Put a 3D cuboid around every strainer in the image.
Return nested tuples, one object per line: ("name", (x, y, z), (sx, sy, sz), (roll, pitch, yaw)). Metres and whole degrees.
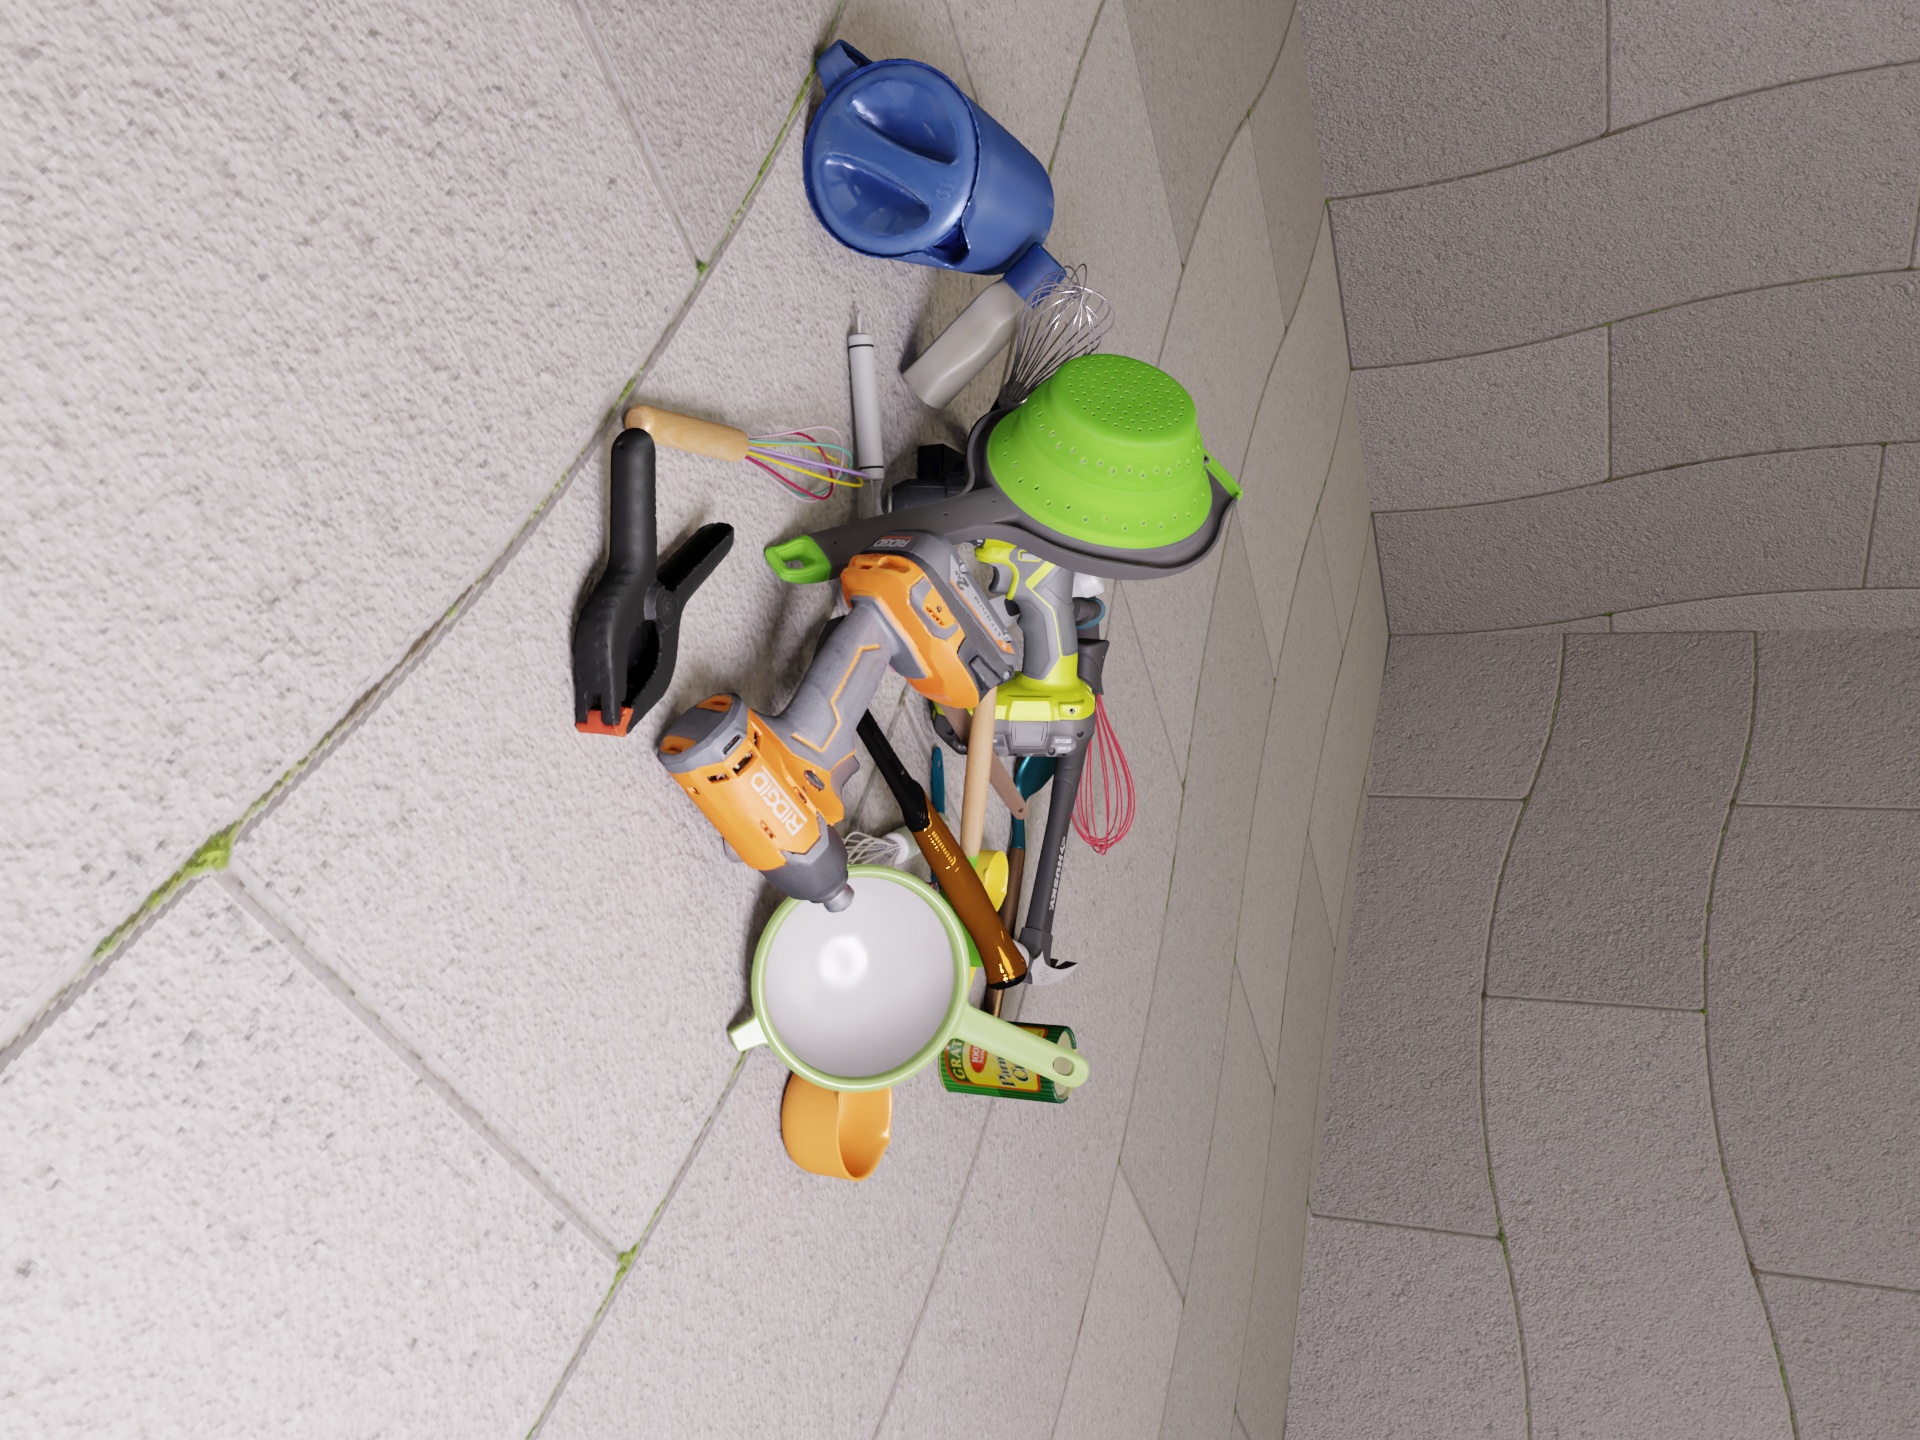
("strainer", (-0.029, 0.194, 1.096), (0.256, 0.069, 0.151), (27, 80, -18))
("strainer", (-0.064, -0.177, 1.188), (0.087, 0.050, 0.258), (-30, 116, -82))

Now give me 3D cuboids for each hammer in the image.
("hammer", (0.096, 0.081, 1.478), (0.146, 0.035, 0.335), (36, 63, -62))
("hammer", (-0.025, 0.076, 1.189), (0.127, 0.034, 0.336), (-82, 150, -52))
("hammer", (0.092, -0.105, 1.486), (0.331, 0.128, 0.033), (-7, 78, -76))

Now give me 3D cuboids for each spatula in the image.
("spatula", (0.059, 0.145, 1.478), (0.082, 0.044, 0.318), (49, 47, -60))

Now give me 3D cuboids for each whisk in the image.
("whisk", (-0.053, 0.099, 1.209), (0.246, 0.059, 0.058), (-18, 126, -71))
("whisk", (0.139, -0.007, 1.656), (0.073, 0.073, 0.296), (12, 73, -67))
("whisk", (0.052, -0.274, 1.277), (0.284, 0.070, 0.070), (134, -34, -67))
("whisk", (-0.136, -0.175, 1.025), (0.245, 0.051, 0.047), (-2, 67, -63))

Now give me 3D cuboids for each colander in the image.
("colander", (0.044, -0.182, 1.139), (0.397, 0.205, 0.094), (-19, 145, -30))

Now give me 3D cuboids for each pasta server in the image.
("pasta server", (-0.002, -0.004, 1.205), (0.040, 0.060, 0.315), (55, -1, 41))

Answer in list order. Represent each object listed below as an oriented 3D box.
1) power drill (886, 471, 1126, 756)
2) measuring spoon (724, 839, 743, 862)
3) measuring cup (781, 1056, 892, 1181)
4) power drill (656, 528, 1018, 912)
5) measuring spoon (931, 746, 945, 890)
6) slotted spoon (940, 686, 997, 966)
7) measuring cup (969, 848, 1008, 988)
("power drill", (0.033, -0.091, 1.276), (0.080, 0.190, 0.228), (-105, -163, -69))
("measuring spoon", (-0.122, 0.075, 1.076), (0.124, 0.018, 0.034), (-4, 94, -68))
("measuring cup", (-0.080, 0.241, 1.139), (0.095, 0.052, 0.174), (60, 36, -50))
("power drill", (-0.066, 0.004, 1.013), (0.226, 0.084, 0.164), (-48, 121, -24))
("measuring spoon", (-0.009, 0.085, 1.340), (0.042, 0.021, 0.128), (-26, 115, -65))
("slotted spoon", (0.008, 0.082, 1.248), (0.031, 0.070, 0.313), (-20, 134, -29))
("measuring cup", (0.005, 0.186, 1.382), (0.062, 0.029, 0.157), (51, 53, -61))
